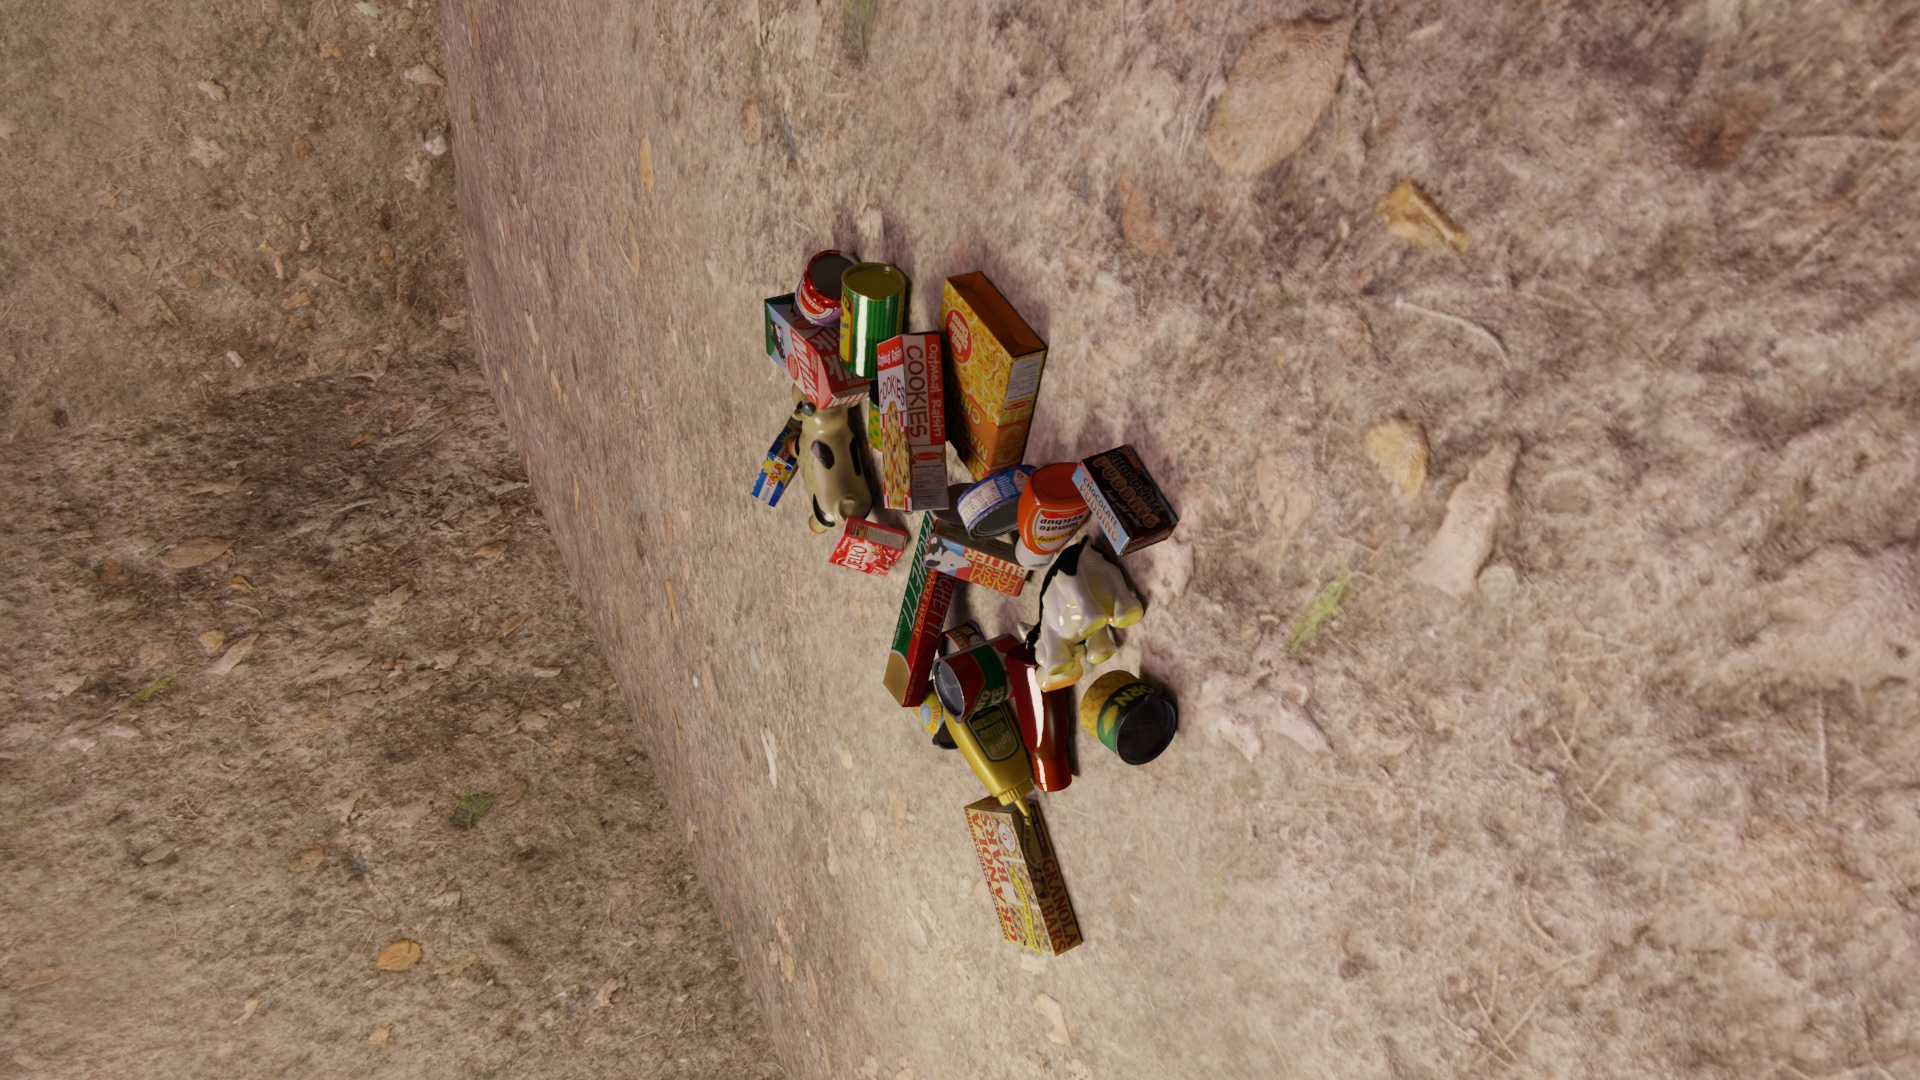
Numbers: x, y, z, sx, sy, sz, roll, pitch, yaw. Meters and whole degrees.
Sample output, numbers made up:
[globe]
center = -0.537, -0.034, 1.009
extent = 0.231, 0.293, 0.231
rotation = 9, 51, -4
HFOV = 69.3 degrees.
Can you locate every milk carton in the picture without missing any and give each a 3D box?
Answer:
[milk carton]
center = -0.151, -0.210, 1.571
extent = 0.191, 0.072, 0.073
rotation = 45, 144, 43

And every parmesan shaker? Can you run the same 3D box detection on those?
[parmesan shaker]
center = -0.092, -0.227, 1.445
extent = 0.071, 0.071, 0.102
rotation = 50, 147, 38

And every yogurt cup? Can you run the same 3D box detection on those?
[yogurt cup]
center = 0.005, -0.018, 1.396
extent = 0.072, 0.072, 0.053
rotation = 45, 152, 43

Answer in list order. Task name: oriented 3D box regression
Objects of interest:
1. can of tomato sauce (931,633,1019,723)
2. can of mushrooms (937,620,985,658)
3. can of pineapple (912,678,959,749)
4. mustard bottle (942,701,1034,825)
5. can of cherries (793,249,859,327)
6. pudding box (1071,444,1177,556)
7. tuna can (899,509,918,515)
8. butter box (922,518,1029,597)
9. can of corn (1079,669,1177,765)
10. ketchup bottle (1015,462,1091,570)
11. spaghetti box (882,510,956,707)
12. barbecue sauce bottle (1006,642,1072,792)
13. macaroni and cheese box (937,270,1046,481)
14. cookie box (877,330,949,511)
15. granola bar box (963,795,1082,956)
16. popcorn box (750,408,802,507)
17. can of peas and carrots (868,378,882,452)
[can of tomato sauce]
center = 0.023, 0.142, 1.439
extent = 0.071, 0.083, 0.070
rotation = 42, 142, 46
[can of mushrooms]
center = 0.003, 0.124, 1.525
extent = 0.071, 0.033, 0.070
rotation = 44, 143, 46
[can of pineapple]
center = -0.014, 0.192, 1.563
extent = 0.058, 0.071, 0.070
rotation = 48, 145, 41
[mustard bottle]
center = 0.041, 0.231, 1.492
extent = 0.160, 0.065, 0.048
rotation = 61, 155, 9
[can of cherries]
center = -0.144, -0.274, 1.515
extent = 0.071, 0.072, 0.058
rotation = 66, 153, 11
[pudding box]
center = 0.135, -0.033, 1.140
extent = 0.084, 0.050, 0.030
rotation = 61, 154, 23
[tuna can]
center = -0.052, -0.066, 1.512
extent = 0.071, 0.033, 0.070
rotation = 42, 142, 46
[butter box]
center = 0.018, 0.018, 1.362
extent = 0.052, 0.103, 0.024
rotation = 110, 178, -51
[can of corn]
center = 0.147, 0.152, 1.218
extent = 0.058, 0.071, 0.070
rotation = 35, 136, 52
[ketchup bottle]
center = 0.080, -0.019, 1.251
extent = 0.148, 0.065, 0.044
rotation = 108, 151, -64
[spaghetti box]
center = -0.037, 0.065, 1.503
extent = 0.050, 0.029, 0.248
rotation = 44, 128, 46
[barbecue sauce bottle]
center = 0.083, 0.178, 1.390
extent = 0.065, 0.044, 0.148
rotation = 21, 125, 59
[macaroni and cheese box]
center = 0.019, -0.149, 1.306
extent = 0.124, 0.040, 0.165
rotation = 55, 149, 34
[cookie box]
center = -0.047, -0.114, 1.350
extent = 0.123, 0.040, 0.167
rotation = -170, 76, -75
[granola bar box]
center = 0.067, 0.373, 1.554
extent = 0.124, 0.039, 0.165
rotation = -17, 91, 65
[popcorn box]
center = -0.220, -0.106, 1.759
extent = 0.038, 0.085, 0.126
rotation = 32, 151, -4
[can of peas and carrots]
center = -0.066, -0.131, 1.456
extent = 0.071, 0.071, 0.058
rotation = 49, 147, 39
